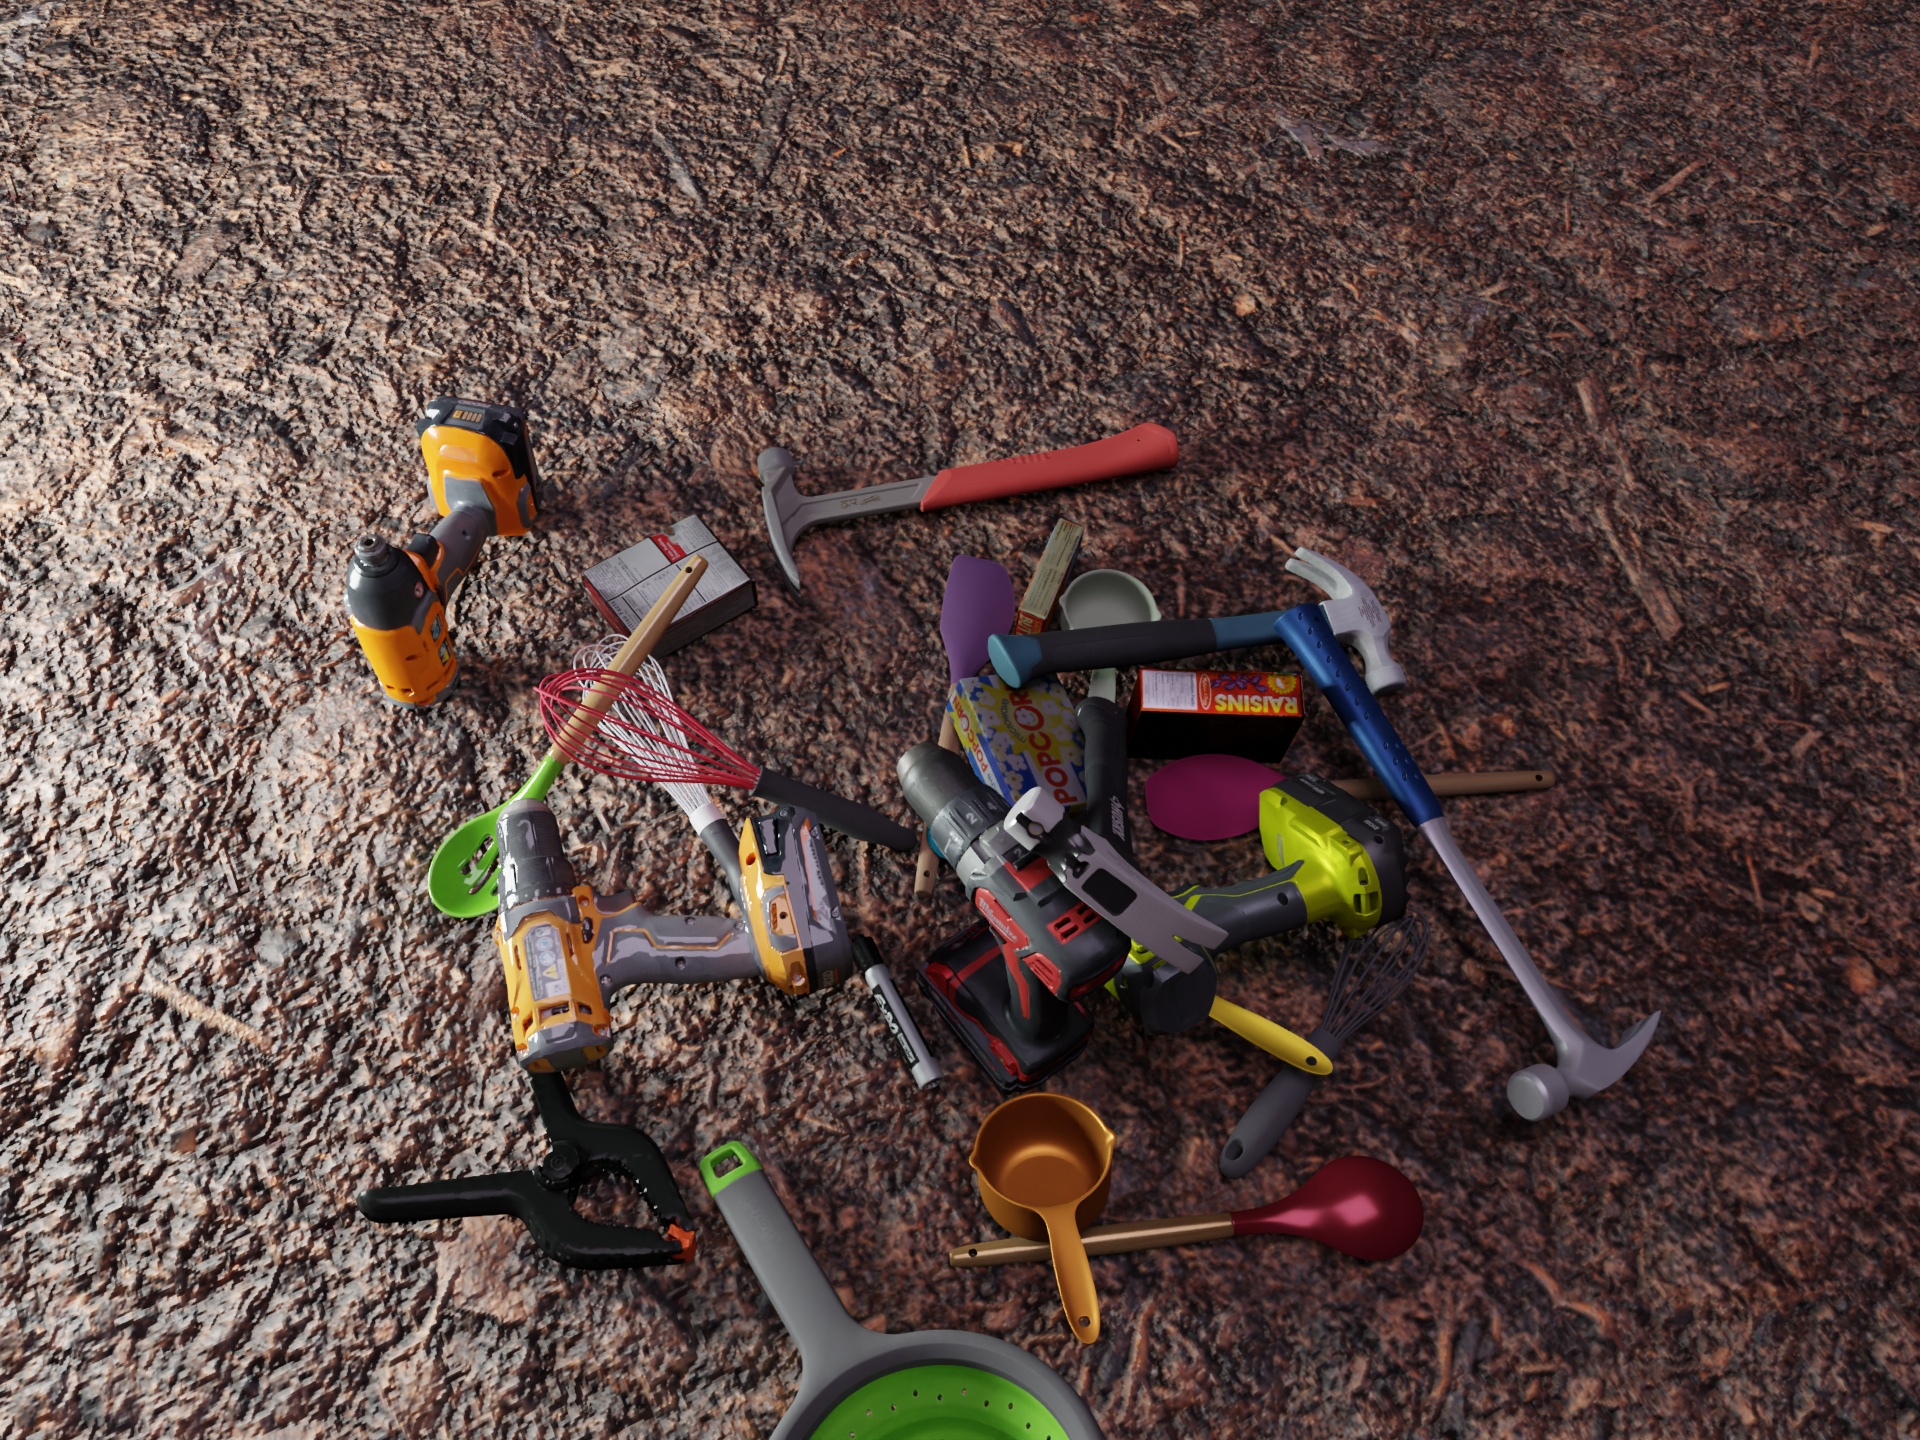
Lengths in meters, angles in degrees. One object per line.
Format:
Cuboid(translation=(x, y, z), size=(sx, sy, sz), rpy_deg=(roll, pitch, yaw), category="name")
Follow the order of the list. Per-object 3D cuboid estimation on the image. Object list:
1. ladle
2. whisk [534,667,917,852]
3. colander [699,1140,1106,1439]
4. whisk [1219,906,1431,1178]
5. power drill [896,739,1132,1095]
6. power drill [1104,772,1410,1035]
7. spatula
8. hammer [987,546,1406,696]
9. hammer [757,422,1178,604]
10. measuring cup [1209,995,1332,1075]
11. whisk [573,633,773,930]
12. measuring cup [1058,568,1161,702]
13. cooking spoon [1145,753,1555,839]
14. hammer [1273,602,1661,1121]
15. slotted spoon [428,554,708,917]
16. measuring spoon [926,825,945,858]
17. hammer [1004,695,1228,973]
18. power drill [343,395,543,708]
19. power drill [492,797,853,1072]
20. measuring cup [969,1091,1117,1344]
Cuboid(translation=(0.149, 0.328, 1.029), size=(0.315, 0.031, 0.069), rpy_deg=(-6, 56, -5), category="ladle")
Cuboid(translation=(-0.164, 0.036, 1.133), size=(0.295, 0.073, 0.073), rpy_deg=(23, 56, -17), category="whisk")
Cuboid(translation=(-0.053, 0.413, 0.939), size=(0.204, 0.094, 0.398), rpy_deg=(-27, 45, -18), category="colander")
Cuboid(translation=(0.249, 0.218, 1.094), size=(0.055, 0.055, 0.239), rpy_deg=(36, 67, 18), category="whisk")
Cuboid(translation=(0.022, 0.128, 1.030), size=(0.080, 0.226, 0.188), rpy_deg=(-32, 65, -21), category="power drill")
Cuboid(translation=(0.181, 0.119, 1.107), size=(0.223, 0.080, 0.171), rpy_deg=(-20, 29, -18), category="power drill")
Cuboid(translation=(-0.002, -0.004, 1.238), size=(0.059, 0.018, 0.316), rpy_deg=(13, 57, -4), category="spatula")
Cuboid(translation=(0.183, -0.064, 1.241), size=(0.331, 0.033, 0.128), rpy_deg=(-7, 68, -17), category="hammer")
Cuboid(translation=(0.014, -0.194, 1.350), size=(0.359, 0.036, 0.149), rpy_deg=(-11, 59, -9), category="hammer")
Cuboid(translation=(0.181, 0.208, 1.092), size=(0.157, 0.029, 0.062), rpy_deg=(26, 54, 23), category="measuring cup")
Cuboid(translation=(-0.204, 0.049, 1.174), size=(0.070, 0.070, 0.285), rpy_deg=(-29, 68, -19), category="whisk")
Cuboid(translation=(0.112, -0.041, 1.258), size=(0.083, 0.038, 0.168), rpy_deg=(9, 62, -1), category="measuring cup")
Cuboid(translation=(0.299, 0.054, 1.216), size=(0.319, 0.017, 0.069), rpy_deg=(-3, 67, -4), category="cooking spoon")
Cuboid(translation=(0.349, 0.083, 1.149), size=(0.144, 0.035, 0.406), rpy_deg=(-11, 61, -32), category="hammer")
Cuboid(translation=(-0.277, 0.009, 1.157), size=(0.070, 0.031, 0.314), rpy_deg=(32, 82, 16), category="slotted spoon")
Cuboid(translation=(0.034, 0.103, 1.158), size=(0.128, 0.021, 0.042), rpy_deg=(33, 58, 6), category="measuring spoon")
Cuboid(translation=(0.100, 0.051, 1.045), size=(0.146, 0.335, 0.035), rpy_deg=(40, 106, -8), category="hammer")
Cuboid(translation=(-0.401, -0.143, 1.222), size=(0.084, 0.164, 0.227), rpy_deg=(10, 55, 4), category="power drill")
Cuboid(translation=(-0.201, 0.121, 1.074), size=(0.226, 0.084, 0.185), rpy_deg=(-13, 67, -9), category="power drill")
Cuboid(translation=(0.061, 0.318, 0.992), size=(0.095, 0.052, 0.174), rpy_deg=(-9, 42, -5), category="measuring cup")
